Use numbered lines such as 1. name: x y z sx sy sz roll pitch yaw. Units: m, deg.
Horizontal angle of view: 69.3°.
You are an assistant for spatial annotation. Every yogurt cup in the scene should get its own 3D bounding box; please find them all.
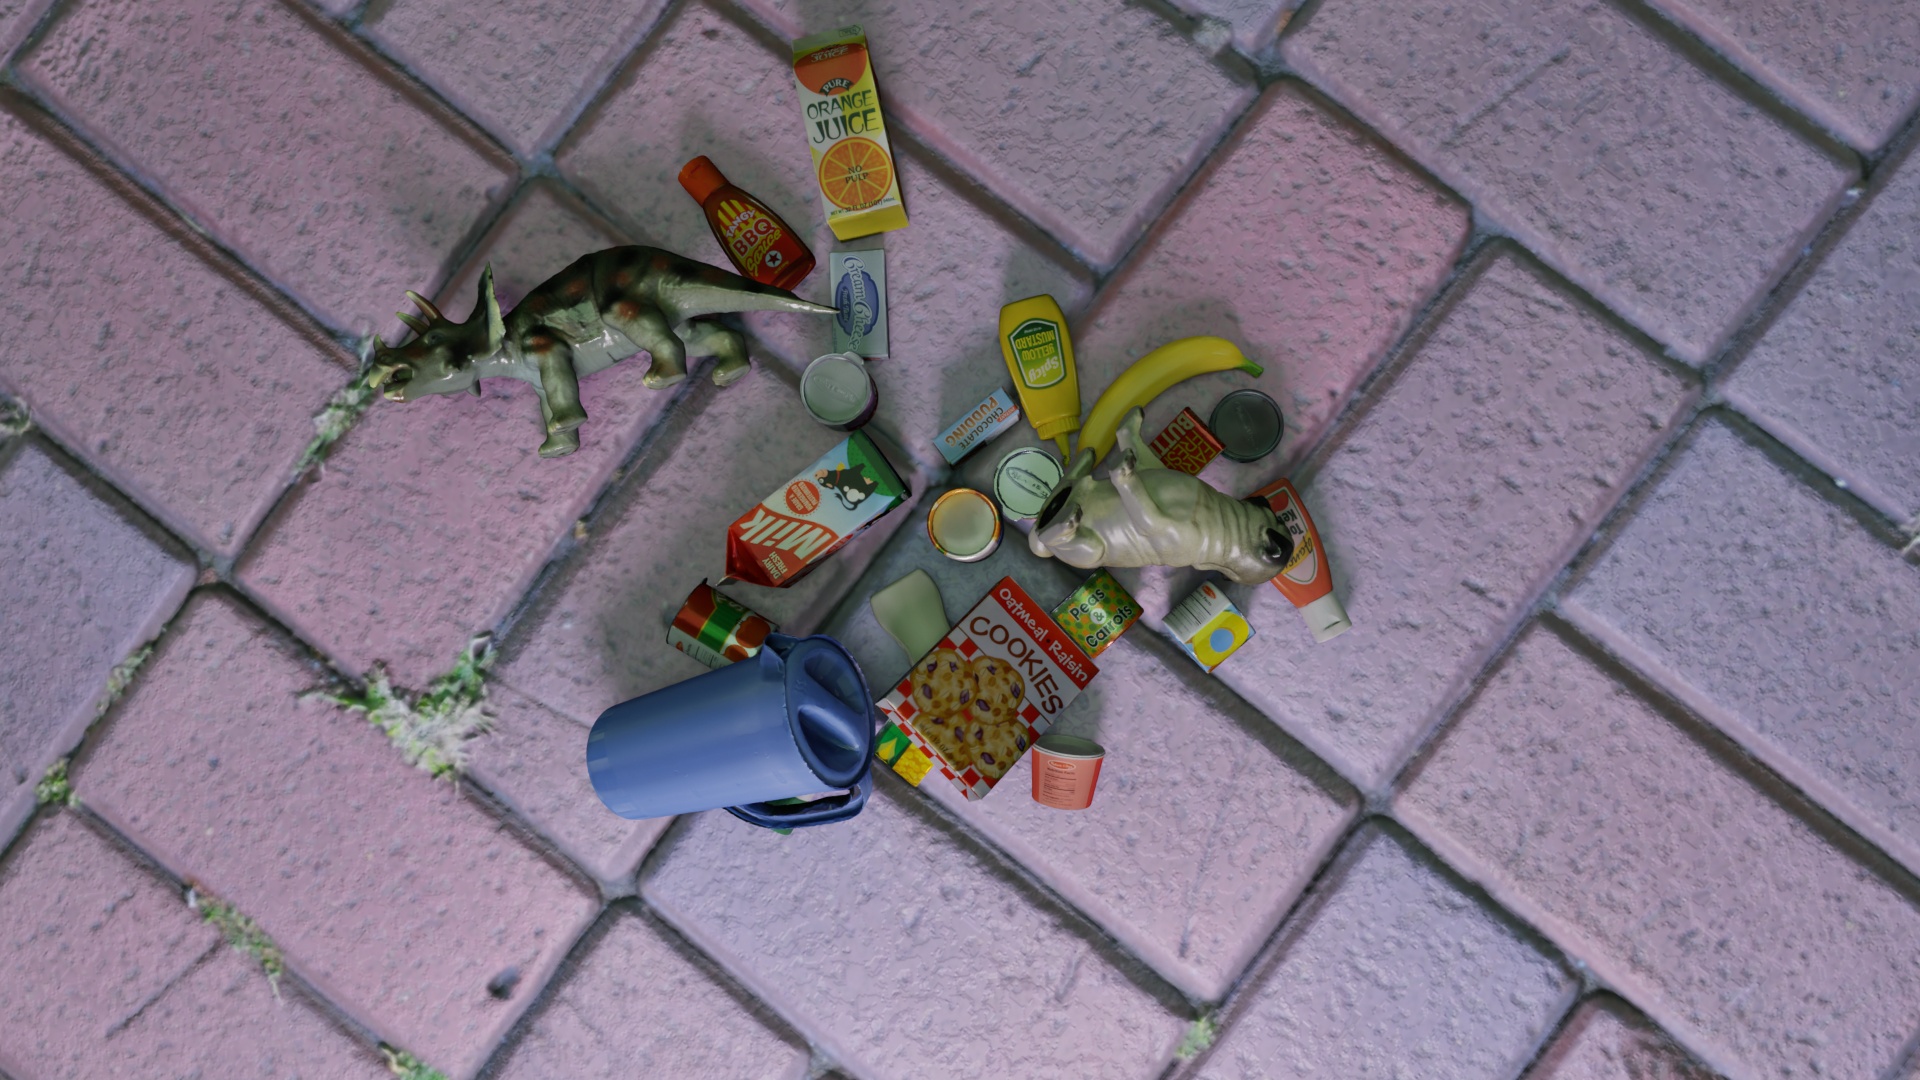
1. yogurt cup: 0.095 0.211 1.260 0.072 0.072 0.054 7 96 4

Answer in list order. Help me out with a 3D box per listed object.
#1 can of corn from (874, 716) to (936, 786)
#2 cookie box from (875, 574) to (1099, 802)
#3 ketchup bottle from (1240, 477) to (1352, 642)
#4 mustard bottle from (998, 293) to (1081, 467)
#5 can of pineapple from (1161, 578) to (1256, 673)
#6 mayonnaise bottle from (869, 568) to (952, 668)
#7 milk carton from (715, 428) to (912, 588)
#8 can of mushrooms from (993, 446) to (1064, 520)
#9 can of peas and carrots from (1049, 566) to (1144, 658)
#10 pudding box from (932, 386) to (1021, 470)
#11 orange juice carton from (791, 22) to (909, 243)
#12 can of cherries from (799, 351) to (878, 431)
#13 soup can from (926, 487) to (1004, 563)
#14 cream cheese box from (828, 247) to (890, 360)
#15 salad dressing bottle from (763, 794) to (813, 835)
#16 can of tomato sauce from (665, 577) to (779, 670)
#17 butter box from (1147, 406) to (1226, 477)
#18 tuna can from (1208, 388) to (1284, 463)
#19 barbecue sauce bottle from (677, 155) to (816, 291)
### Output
1. can of corn: -0.044 0.184 1.269 0.058 0.071 0.071 39 90 4
2. cookie box: 0.026 0.131 1.246 0.123 0.040 0.168 46 66 -1
3. ketchup bottle: 0.305 0.020 1.267 0.065 0.043 0.149 -29 86 5
4. mustard bottle: 0.081 -0.145 1.286 0.065 0.049 0.160 -16 86 7
5. can of pineapple: 0.225 0.079 1.258 0.058 0.071 0.071 -41 86 2
6. mayonnaise bottle: -0.024 0.102 1.285 0.065 0.041 0.148 -30 87 -5
7. milk carton: -0.143 -0.015 1.282 0.190 0.072 0.073 -37 86 1
8. can of mushrooms: 0.063 -0.051 1.291 0.071 0.033 0.071 0 87 3
9. can of peas and carrots: 0.124 0.065 1.262 0.071 0.071 0.059 -43 86 1
10. pudding box: 0.016 -0.103 1.288 0.084 0.049 0.030 -38 84 1
11. orange juice carton: -0.105 -0.386 1.299 0.072 0.073 0.192 -13 86 3
12. can of cherries: -0.110 -0.139 1.294 0.071 0.058 0.071 0 87 5
13. soup can: 0.005 -0.016 1.267 0.071 0.084 0.071 0 87 4
14. cream cheese box: -0.095 -0.223 1.314 0.053 0.024 0.104 -2 87 3
15. salad dressing bottle: -0.136 0.201 1.285 0.064 0.044 0.147 31 91 4
16. can of tomato sauce: -0.218 0.085 1.285 0.083 0.071 0.071 30 89 4
17. butter box: 0.189 -0.069 1.270 0.053 0.024 0.103 45 114 4
18. tuna can: 0.260 -0.104 1.281 0.071 0.033 0.071 0 87 4
19. barbecue sauce bottle: -0.207 -0.299 1.316 0.065 0.043 0.148 -42 85 2
